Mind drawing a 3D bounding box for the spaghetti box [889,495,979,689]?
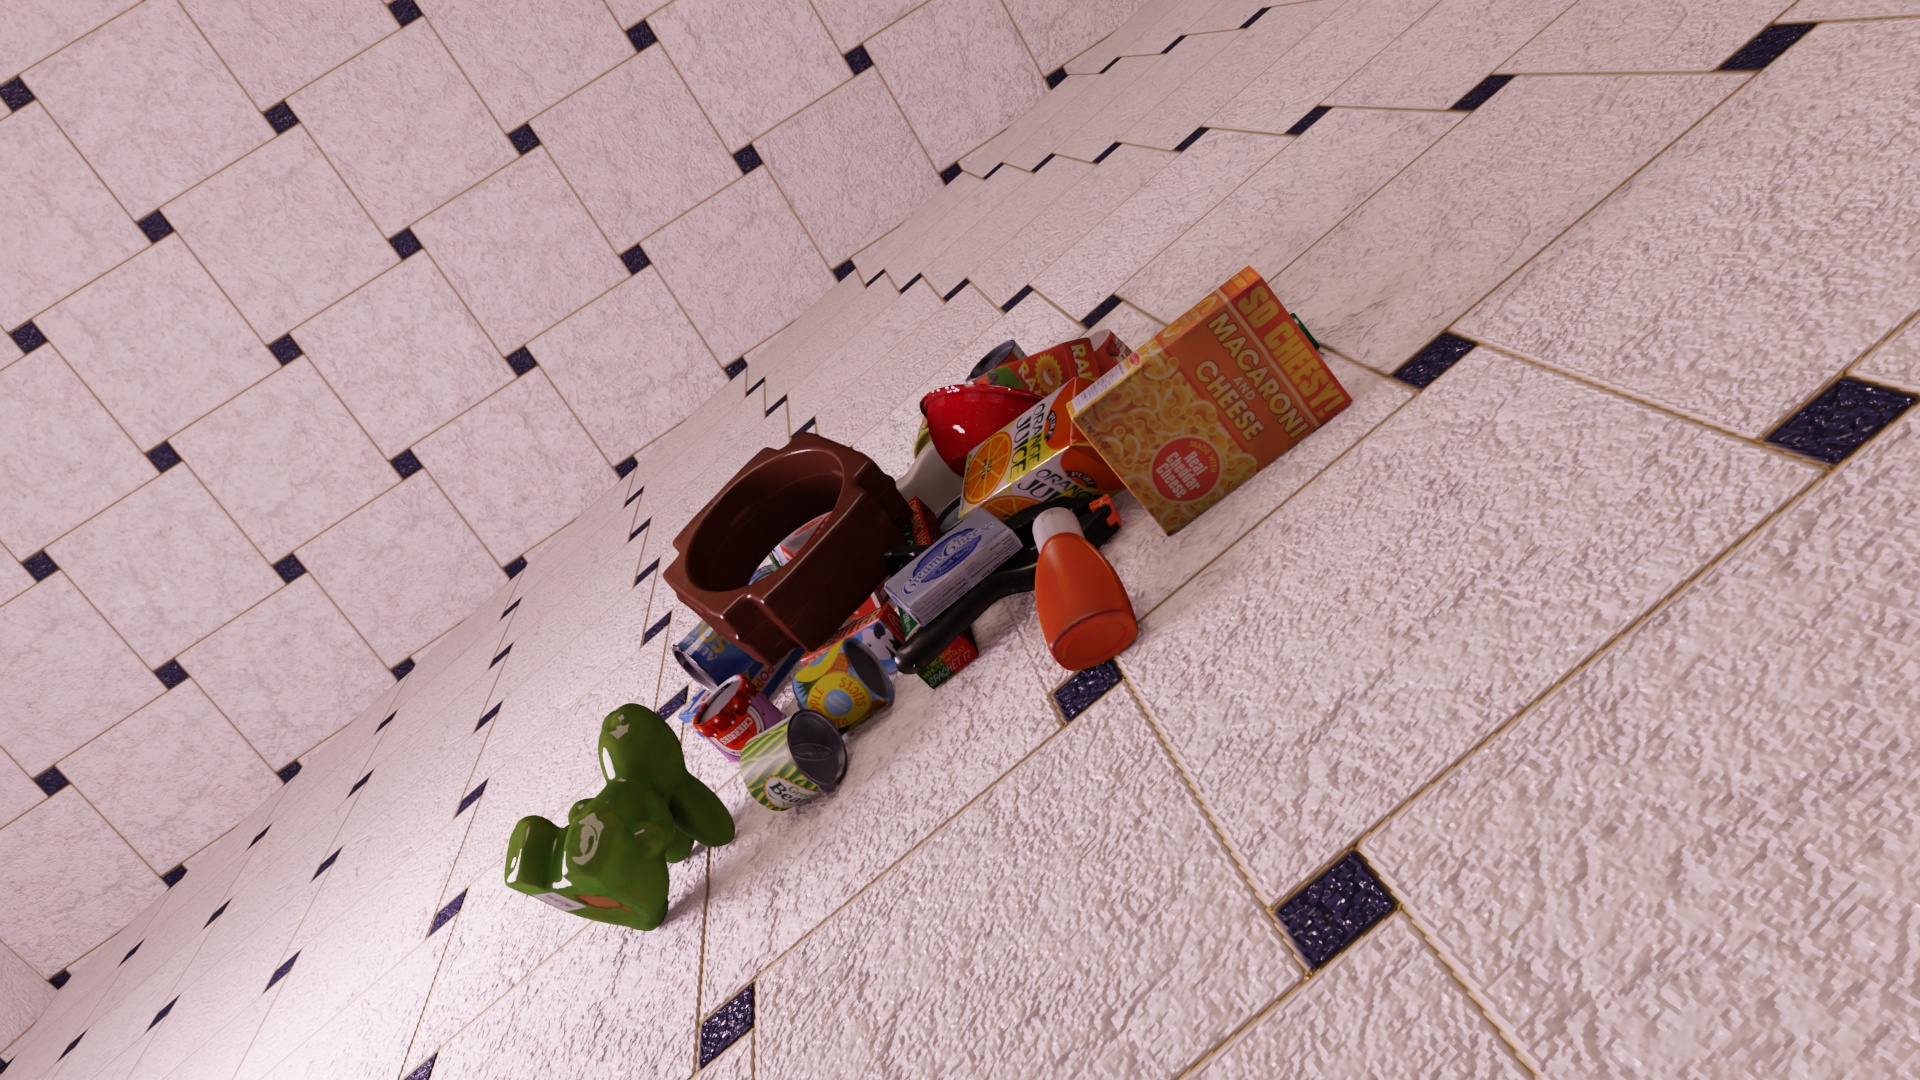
[{"bbox_3d":[-0.032,0.038,1.213,0.050,0.028,0.251,-37,29,11],"label":"spaghetti box"}]

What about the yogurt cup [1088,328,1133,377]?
[{"bbox_3d":[0.140,-0.169,1.354,0.072,0.054,0.073,-37,19,15],"label":"yogurt cup"}]

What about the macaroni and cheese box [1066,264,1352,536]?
[{"bbox_3d":[0.181,-0.101,1.018,0.166,0.123,0.040,-37,20,12],"label":"macaroni and cheese box"}]

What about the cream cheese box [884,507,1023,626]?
[{"bbox_3d":[-0.006,0.020,1.090,0.104,0.024,0.053,-38,30,-9],"label":"cream cheese box"}]

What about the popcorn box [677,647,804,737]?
[{"bbox_3d":[-0.217,0.139,1.400,0.085,0.038,0.127,-15,32,51],"label":"popcorn box"}]

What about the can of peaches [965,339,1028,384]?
[{"bbox_3d":[0.051,-0.178,1.542,0.071,0.058,0.071,-37,20,16],"label":"can of peaches"}]

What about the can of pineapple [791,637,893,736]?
[{"bbox_3d":[-0.098,0.123,1.158,0.058,0.071,0.071,-37,19,14],"label":"can of pineapple"}]

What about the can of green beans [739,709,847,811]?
[{"bbox_3d":[-0.134,0.177,1.112,0.057,0.071,0.071,-32,21,30],"label":"can of green beans"}]

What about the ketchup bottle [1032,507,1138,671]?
[{"bbox_3d":[0.082,0.029,1.007,0.064,0.043,0.149,-29,33,10],"label":"ketchup bottle"}]

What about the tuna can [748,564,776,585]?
[{"bbox_3d":[-0.200,0.062,1.493,0.071,0.071,0.033,-42,18,1],"label":"tuna can"}]

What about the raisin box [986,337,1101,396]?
[{"bbox_3d":[0.085,-0.139,1.340,0.040,0.086,0.123,-16,1,-35],"label":"raisin box"}]

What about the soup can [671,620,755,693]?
[{"bbox_3d":[-0.228,0.097,1.343,0.084,0.071,0.071,-47,19,-23],"label":"soup can"}]

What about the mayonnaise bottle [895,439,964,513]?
[{"bbox_3d":[-0.051,-0.041,1.438,0.148,0.064,0.041,-41,16,12],"label":"mayonnaise bottle"}]

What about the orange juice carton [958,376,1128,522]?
[{"bbox_3d":[0.085,-0.069,1.152,0.192,0.073,0.072,-32,40,46],"label":"orange juice carton"}]

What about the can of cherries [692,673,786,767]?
[{"bbox_3d":[-0.204,0.167,1.282,0.071,0.058,0.072,-37,19,15],"label":"can of cherries"}]

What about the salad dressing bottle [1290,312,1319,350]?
[{"bbox_3d":[0.218,-0.125,1.121,0.147,0.044,0.064,-36,17,15],"label":"salad dressing bottle"}]

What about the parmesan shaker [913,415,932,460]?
[{"bbox_3d":[-0.014,-0.115,1.518,0.071,0.071,0.103,-35,20,21],"label":"parmesan shaker"}]

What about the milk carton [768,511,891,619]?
[{"bbox_3d":[-0.129,0.019,1.384,0.074,0.072,0.191,-33,28,-17],"label":"milk carton"}]

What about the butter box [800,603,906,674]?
[{"bbox_3d":[-0.086,0.098,1.211,0.103,0.053,0.024,-29,21,33],"label":"butter box"}]

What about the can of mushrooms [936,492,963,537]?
[{"bbox_3d":[0.005,-0.016,1.315,0.071,0.033,0.071,-36,20,15],"label":"can of mushrooms"}]
